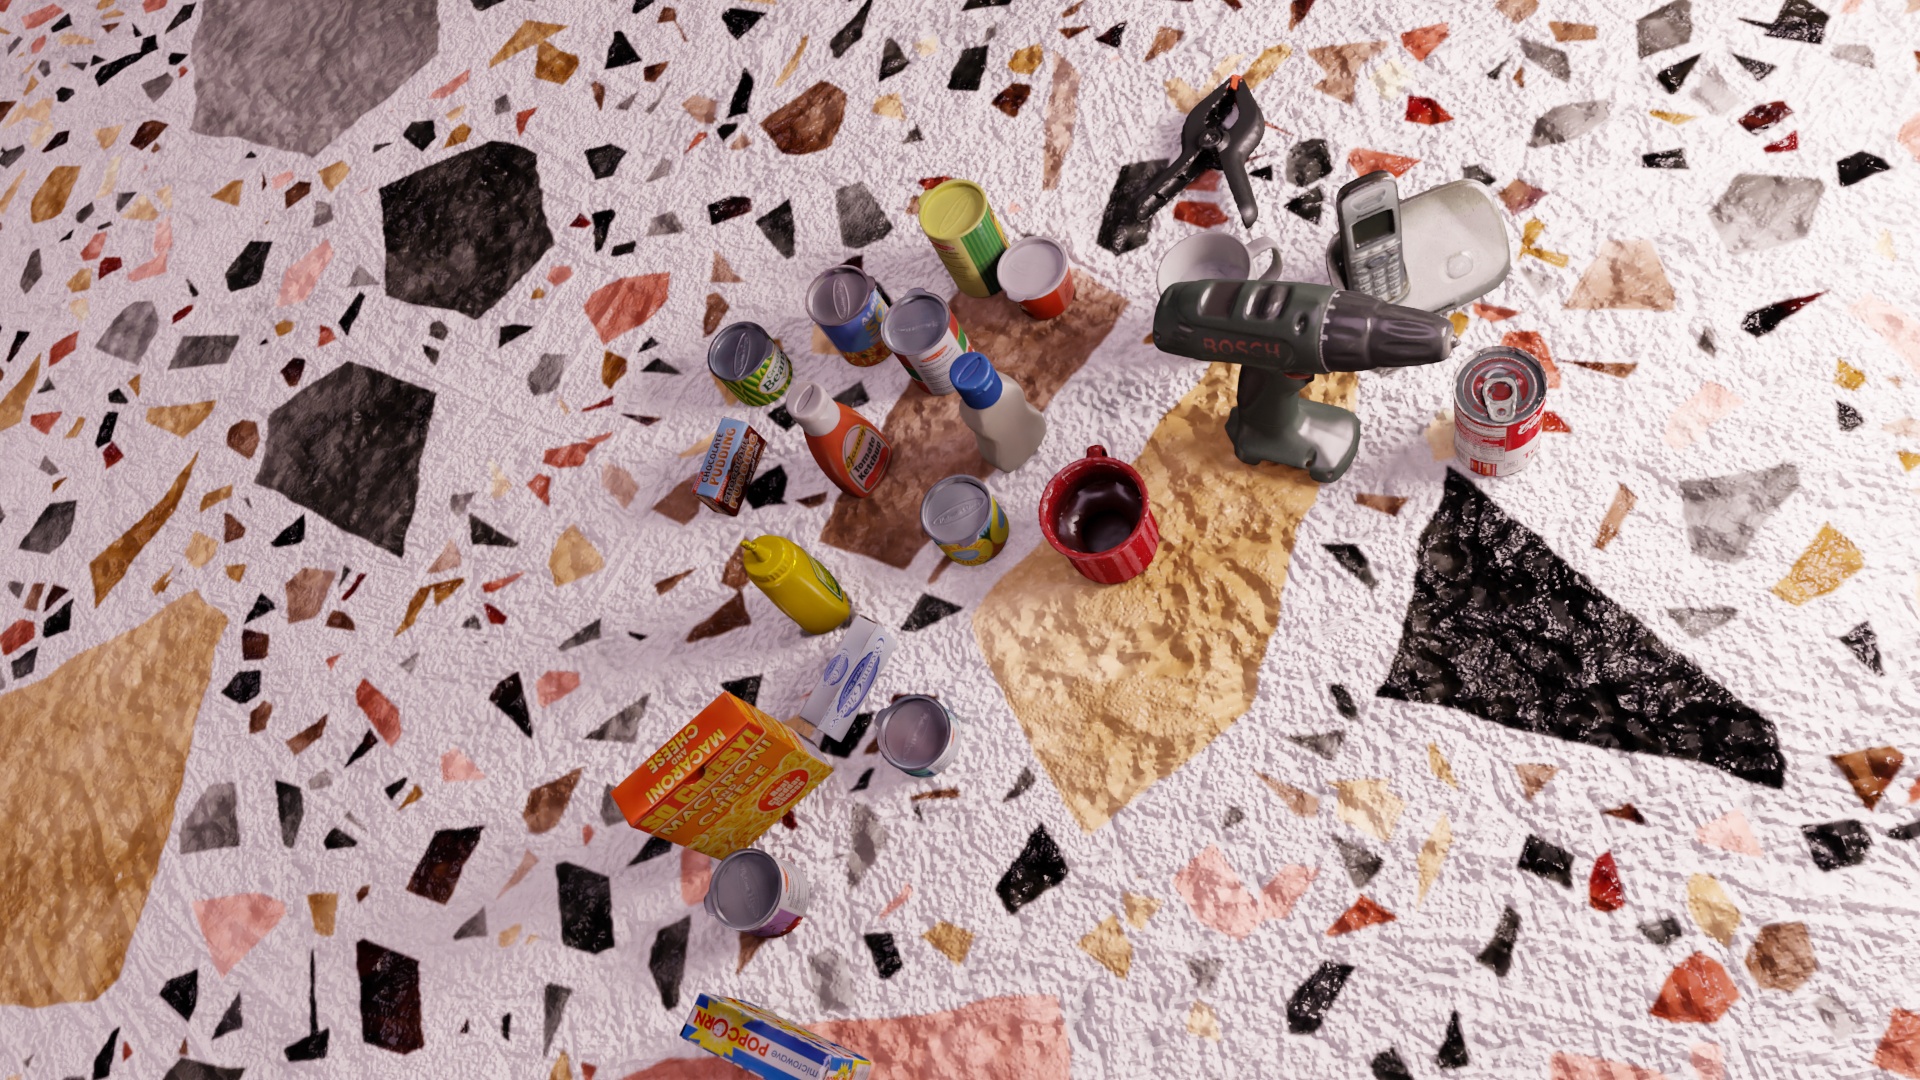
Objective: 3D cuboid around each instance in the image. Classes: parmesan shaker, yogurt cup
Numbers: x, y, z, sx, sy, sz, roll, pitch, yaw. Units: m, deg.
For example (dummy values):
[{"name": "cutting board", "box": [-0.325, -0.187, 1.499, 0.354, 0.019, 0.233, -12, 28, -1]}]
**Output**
[{"name": "parmesan shaker", "box": [0.006, -0.285, 1.313, 0.071, 0.103, 0.071, -7, 66, 17]}, {"name": "yogurt cup", "box": [0.074, -0.243, 1.300, 0.072, 0.054, 0.072, -7, 66, 17]}]

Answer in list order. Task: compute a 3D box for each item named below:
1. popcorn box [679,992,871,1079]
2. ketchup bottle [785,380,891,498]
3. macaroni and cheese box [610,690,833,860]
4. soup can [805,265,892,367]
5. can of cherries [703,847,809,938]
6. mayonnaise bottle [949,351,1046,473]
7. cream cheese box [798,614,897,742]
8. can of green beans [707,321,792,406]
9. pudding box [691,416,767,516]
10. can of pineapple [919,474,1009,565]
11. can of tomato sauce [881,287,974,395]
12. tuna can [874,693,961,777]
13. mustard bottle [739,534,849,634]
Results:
[{"name": "popcorn box", "box": [-0.143, 0.397, 1.084, 0.127, 0.085, 0.038, 16, 75, 24]}, {"name": "ketchup bottle", "box": [-0.111, -0.094, 1.247, 0.043, 0.148, 0.065, 21, 77, 26]}, {"name": "macaroni and cheese box", "box": [-0.190, 0.198, 1.140, 0.124, 0.166, 0.040, -42, 61, -1]}, {"name": "soup can", "box": [-0.099, -0.215, 1.331, 0.071, 0.083, 0.071, -7, 66, 17]}, {"name": "can of cherries", "box": [-0.169, 0.294, 1.153, 0.071, 0.058, 0.072, -7, 66, 17]}, {"name": "mayonnaise bottle", "box": [0.030, -0.114, 1.206, 0.041, 0.147, 0.065, 38, 84, 28]}, {"name": "cream cheese box", "box": [-0.097, 0.120, 1.205, 0.024, 0.053, 0.104, 24, 78, 26]}, {"name": "can of green beans", "box": [-0.206, -0.173, 1.365, 0.071, 0.057, 0.071, -7, 66, 17]}, {"name": "pudding box", "box": [-0.222, -0.071, 1.332, 0.030, 0.049, 0.084, 13, 73, 24]}, {"name": "can of pineapple", "box": [0.004, -0.015, 1.224, 0.071, 0.057, 0.071, -7, 66, 17]}, {"name": "can of tomato sauce", "box": [-0.029, -0.184, 1.293, 0.071, 0.083, 0.071, -7, 66, 17]}, {"name": "tuna can", "box": [-0.037, 0.165, 1.176, 0.071, 0.032, 0.071, -7, 66, 16]}, {"name": "mustard bottle", "box": [-0.148, 0.031, 1.200, 0.049, 0.160, 0.065, -35, 61, 3]}]
